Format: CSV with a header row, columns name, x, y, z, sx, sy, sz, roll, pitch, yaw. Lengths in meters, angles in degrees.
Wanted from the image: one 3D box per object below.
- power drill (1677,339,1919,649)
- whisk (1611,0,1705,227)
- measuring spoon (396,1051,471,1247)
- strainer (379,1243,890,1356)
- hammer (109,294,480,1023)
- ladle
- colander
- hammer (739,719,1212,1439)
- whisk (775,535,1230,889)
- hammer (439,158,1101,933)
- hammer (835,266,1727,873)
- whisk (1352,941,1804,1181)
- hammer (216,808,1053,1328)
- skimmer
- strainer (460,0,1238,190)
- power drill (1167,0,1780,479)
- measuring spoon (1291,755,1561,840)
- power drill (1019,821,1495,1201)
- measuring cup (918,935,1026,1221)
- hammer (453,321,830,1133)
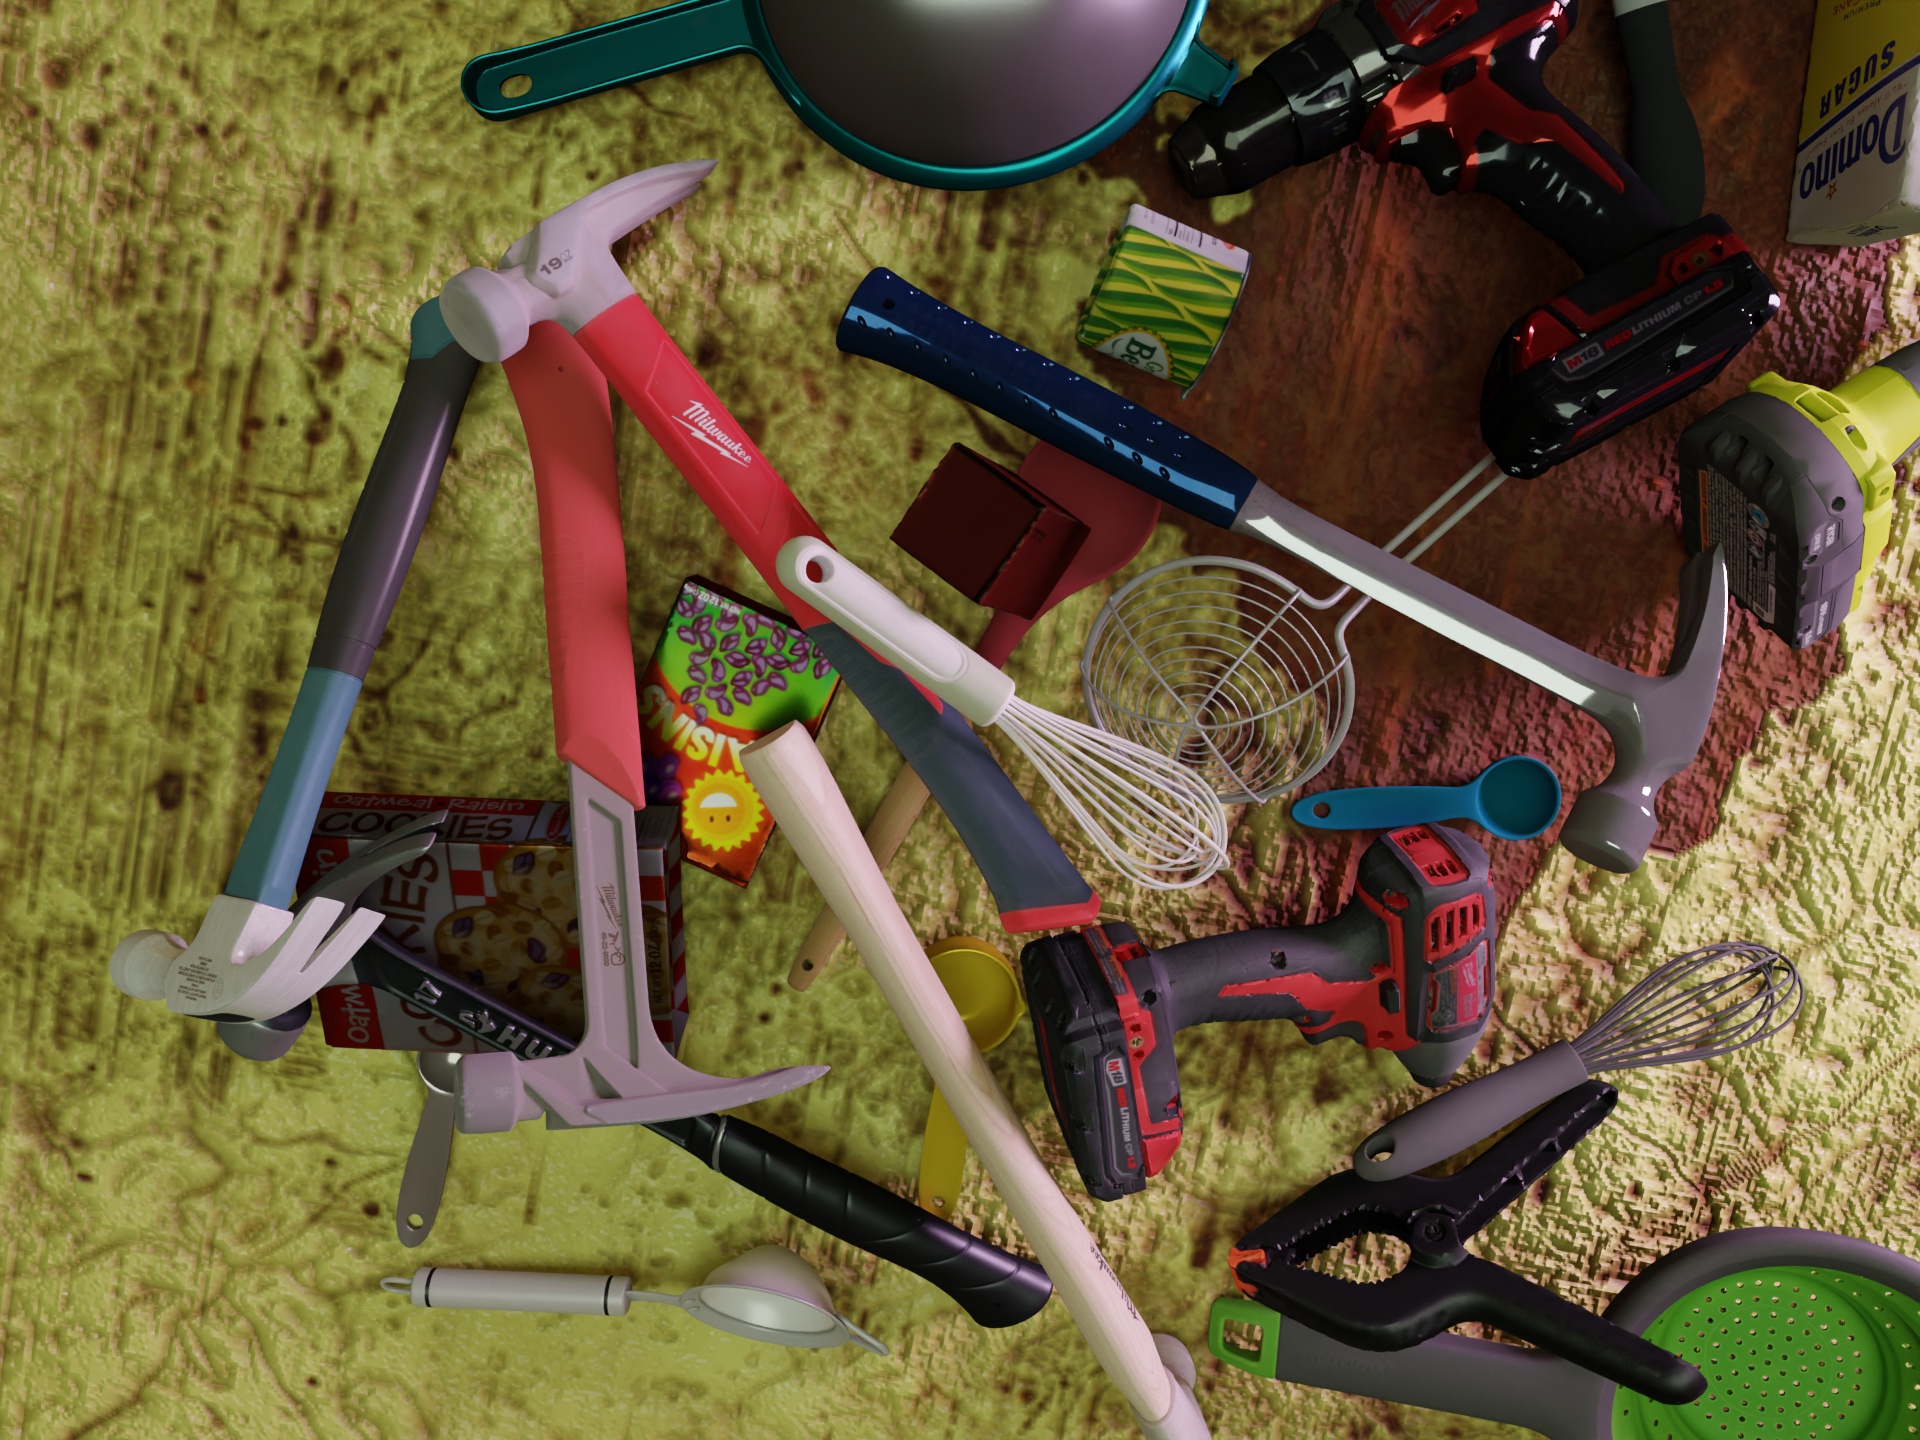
name,x,y,z,sx,sy,sz,roll,pitch,yaw
power drill,0.442,-0.136,0.708,0.223,0.080,0.171,-34,143,5
whisk,0.295,-0.359,0.710,0.070,0.070,0.284,-16,104,0
measuring spoon,-0.260,0.206,0.791,0.034,0.018,0.124,17,104,-2
strainer,-0.162,0.284,0.791,0.258,0.050,0.086,2,142,3
hammer,-0.267,-0.033,0.687,0.128,0.033,0.331,6,75,34
ladle,-0.001,-0.002,0.762,0.069,0.031,0.315,32,98,5
colander,0.328,0.328,0.802,0.397,0.094,0.204,6,95,15
hammer,0.015,0.186,0.717,0.038,0.146,0.410,-29,101,1
whisk,0.022,-0.003,0.694,0.246,0.059,0.058,35,78,-14
hammer,-0.053,-0.066,0.714,0.143,0.038,0.386,-44,101,-31
hammer,0.135,-0.093,0.688,0.405,0.035,0.144,29,80,5
whisk,0.303,0.171,0.783,0.239,0.055,0.055,-26,99,1
hammer,-0.125,0.185,0.743,0.408,0.036,0.149,33,113,-17
skimmer,0.217,-0.100,0.755,0.363,0.090,0.127,-40,99,-7
strainer,-0.059,-0.323,0.664,0.340,0.095,0.211,-15,89,4
power drill,0.216,-0.220,0.691,0.188,0.080,0.227,-28,78,2
measuring spoon,0.228,0.039,0.785,0.128,0.021,0.042,-4,99,8
power drill,0.149,0.140,0.755,0.219,0.079,0.143,-16,122,-6
measuring cup,-0.005,0.180,0.793,0.062,0.029,0.156,5,108,-5
hammer,-0.148,-0.010,0.686,0.149,0.036,0.359,-2,75,-21
